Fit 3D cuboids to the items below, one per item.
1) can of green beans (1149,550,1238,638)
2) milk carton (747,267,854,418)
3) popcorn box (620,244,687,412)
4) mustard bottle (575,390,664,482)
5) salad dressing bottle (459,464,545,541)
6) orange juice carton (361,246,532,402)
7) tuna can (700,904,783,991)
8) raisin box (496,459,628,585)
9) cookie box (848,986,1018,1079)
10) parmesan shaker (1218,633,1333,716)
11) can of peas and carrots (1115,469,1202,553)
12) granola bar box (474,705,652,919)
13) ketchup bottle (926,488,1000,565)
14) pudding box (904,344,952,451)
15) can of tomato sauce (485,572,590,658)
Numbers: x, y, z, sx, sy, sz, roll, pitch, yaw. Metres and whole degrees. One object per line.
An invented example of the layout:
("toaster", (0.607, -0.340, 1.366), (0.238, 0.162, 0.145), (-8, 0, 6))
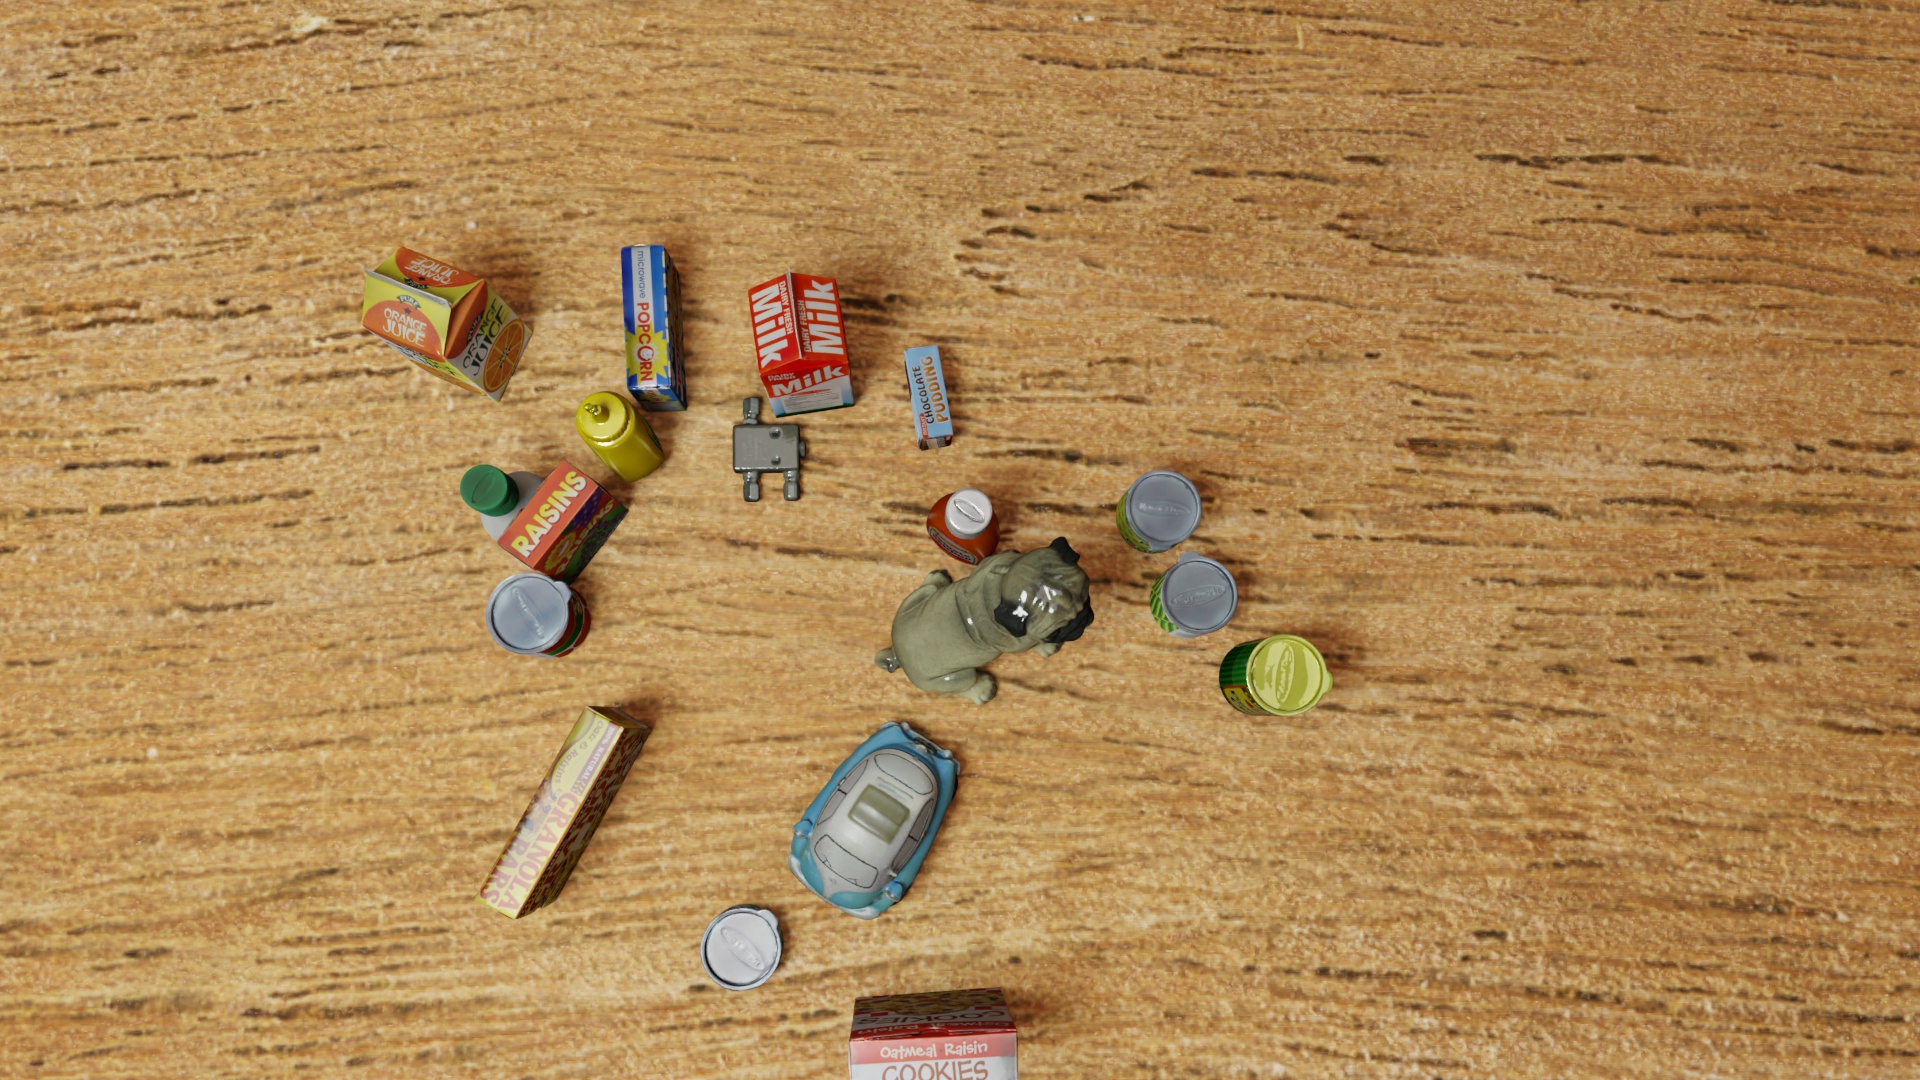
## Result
("can of green beans", (0.200, 0.050, 1.194), (0.071, 0.057, 0.071), (0, 82, -3))
("milk carton", (-0.130, -0.161, 1.143), (0.073, 0.190, 0.072), (-9, 83, -4))
("popcorn box", (-0.263, -0.181, 1.193), (0.038, 0.085, 0.127), (-4, 82, -3))
("mustard bottle", (-0.284, -0.091, 1.141), (0.049, 0.160, 0.065), (-34, 85, -6))
("salad dressing bottle", (-0.369, -0.031, 1.134), (0.044, 0.147, 0.064), (30, 82, 2))
("orange juice carton", (-0.420, -0.179, 1.131), (0.072, 0.192, 0.073), (23, 82, 1))
("tuna can", (-0.178, 0.333, 1.147), (0.071, 0.033, 0.071), (0, 82, -3))
("raisin box", (-0.325, -0.013, 1.146), (0.040, 0.123, 0.086), (37, 82, 3))
("cookie box", (-0.023, 0.384, 1.079), (0.123, 0.167, 0.040), (-3, 82, -3))
("parmesan shaker", (0.262, 0.115, 1.164), (0.071, 0.103, 0.071), (0, 82, -2))
("can of peas and carrots", (0.171, -0.022, 1.203), (0.071, 0.058, 0.071), (0, 82, -3))
("granola bar box", (-0.313, 0.215, 1.112), (0.039, 0.124, 0.166), (28, 82, 2))
("ketchup bottle", (0.004, -0.014, 1.149), (0.065, 0.148, 0.043), (34, 82, 2))
("pudding box", (-0.028, -0.125, 1.214), (0.030, 0.049, 0.084), (-10, 82, -4))
("can of tomato sauce", (-0.348, 0.062, 1.154), (0.071, 0.083, 0.071), (0, 82, -2))
